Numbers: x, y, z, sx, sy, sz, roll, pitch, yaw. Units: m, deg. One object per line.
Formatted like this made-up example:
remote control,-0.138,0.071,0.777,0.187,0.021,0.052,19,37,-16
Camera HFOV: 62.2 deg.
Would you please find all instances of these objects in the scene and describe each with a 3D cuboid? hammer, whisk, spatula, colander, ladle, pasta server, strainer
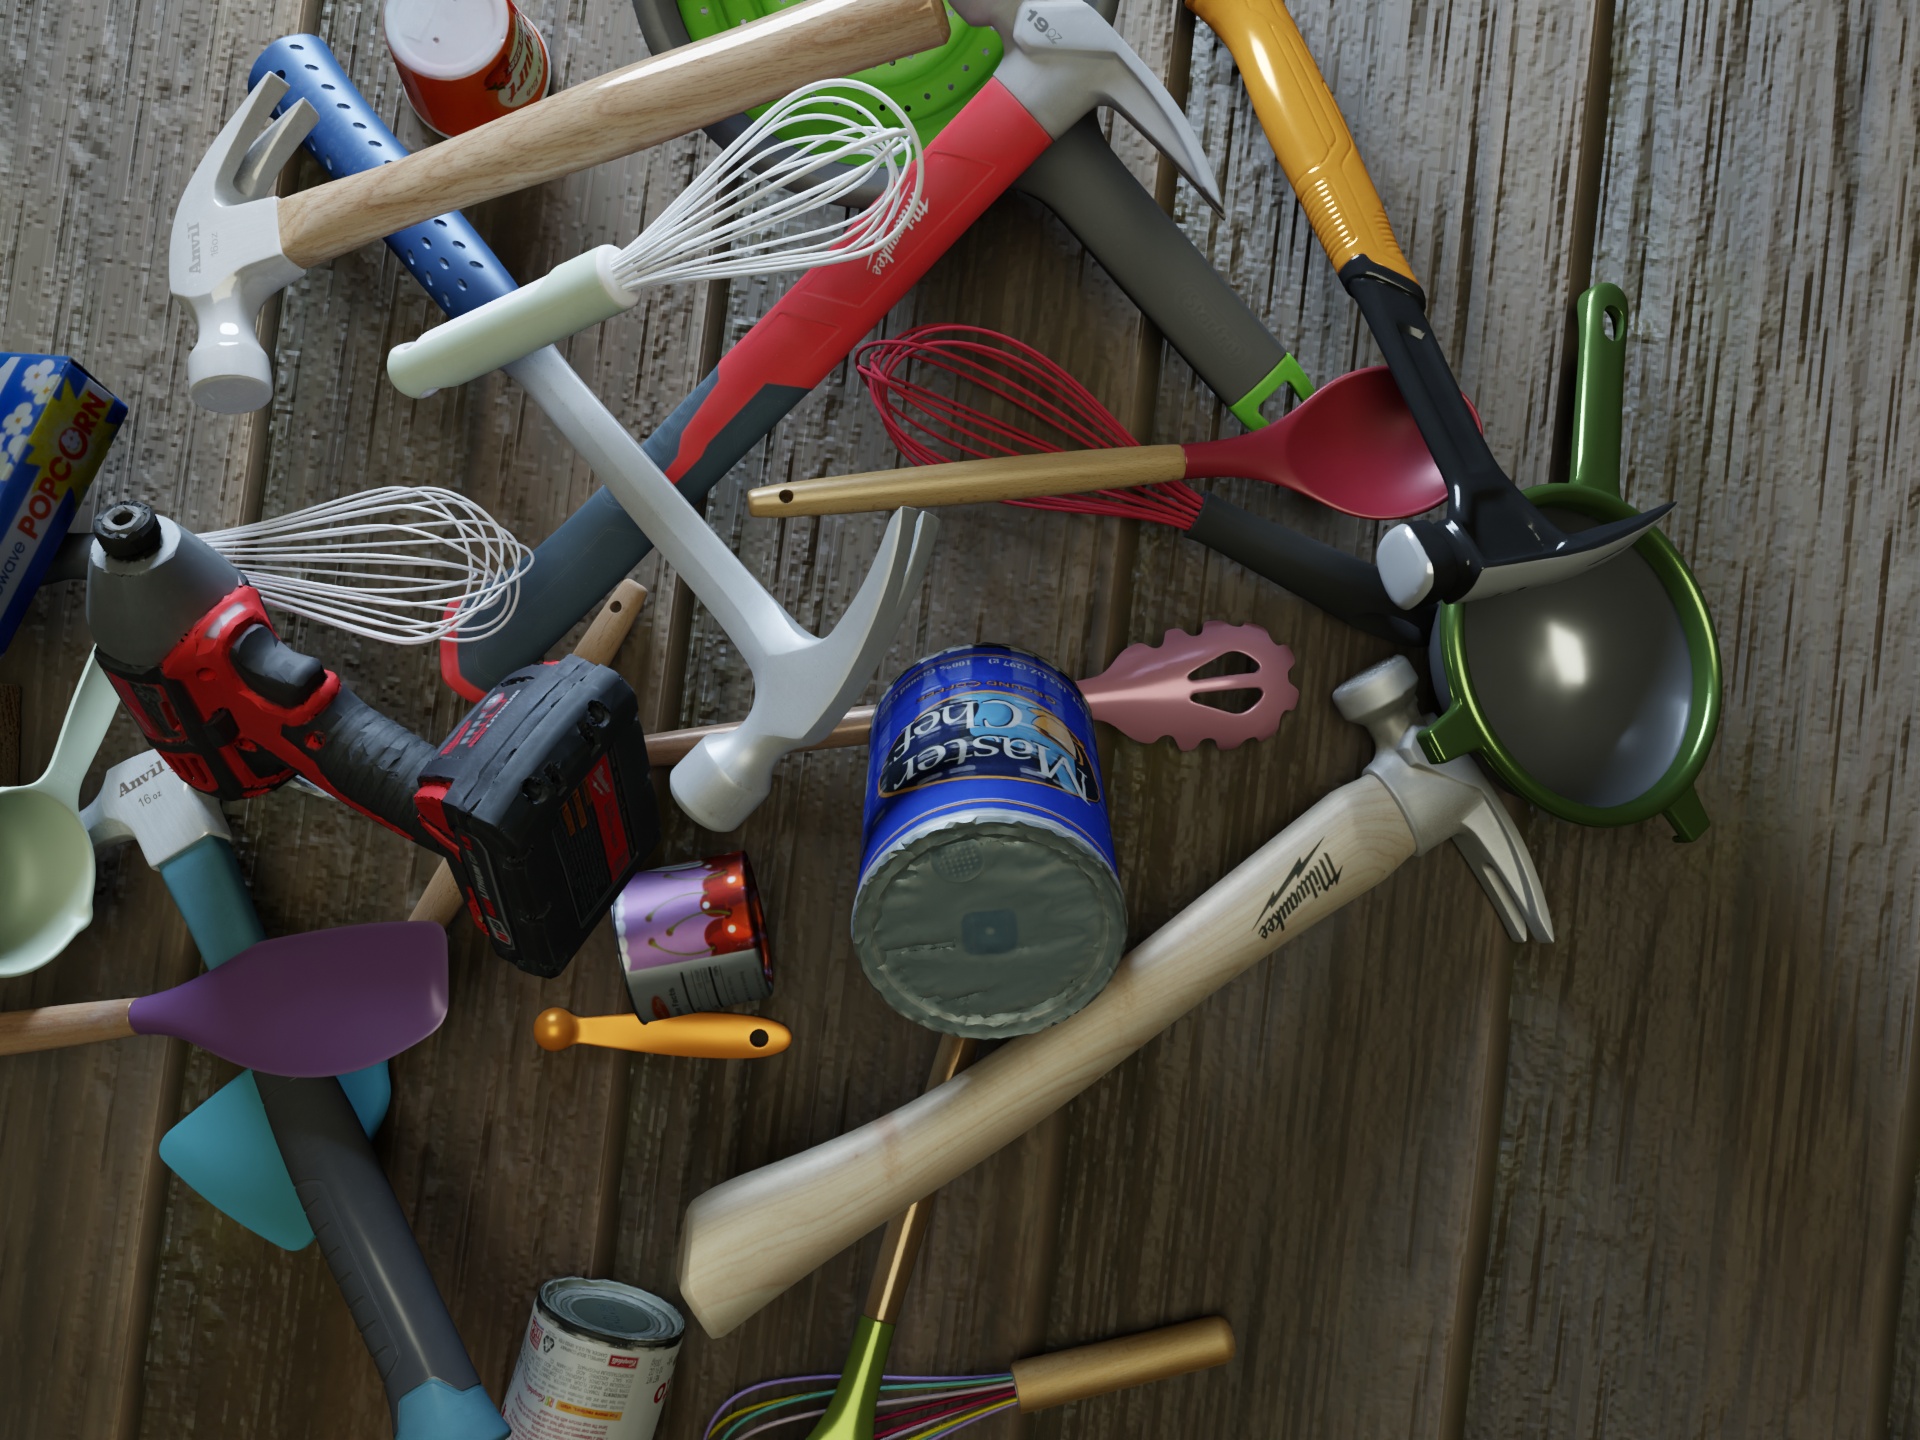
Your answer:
hammer,0.068,0.135,0.677,0.410,0.038,0.146,-32,90,-14
whisk,0.088,-0.101,0.715,0.295,0.073,0.073,25,87,-6
hammer,0.179,-0.206,0.685,0.127,0.034,0.337,-12,70,-20
hammer,-0.164,-0.230,0.628,0.331,0.031,0.130,-16,73,10
spatula,-0.228,0.073,0.701,0.082,0.044,0.317,30,86,13
hammer,-0.071,-0.132,0.663,0.386,0.038,0.143,-43,87,13
colander,0.019,-0.275,0.708,0.204,0.095,0.396,-43,109,10
ladle,0.068,-0.105,0.669,0.315,0.031,0.069,-7,80,-11
hammer,-0.170,-0.150,0.653,0.144,0.035,0.406,-46,72,14
spatula,-0.360,0.127,0.651,0.316,0.018,0.060,-7,73,6
hammer,-0.276,0.152,0.659,0.128,0.033,0.331,-32,74,0
whisk,-0.314,-0.068,0.678,0.284,0.070,0.070,3,88,14
pasta server,-0.001,-0.002,0.724,0.316,0.040,0.060,-7,89,1
whisk,0.004,0.305,0.705,0.245,0.047,0.051,-11,88,-6
strainer,0.266,-0.074,0.720,0.151,0.069,0.256,16,73,-19
ladle,-0.025,0.226,0.670,0.078,0.062,0.320,18,74,-2
whisk,-0.121,-0.169,0.591,0.246,0.058,0.059,-15,112,25

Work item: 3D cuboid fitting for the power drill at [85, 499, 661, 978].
power drill,-0.230,0.000,0.602,0.220,0.143,0.079,22,54,15

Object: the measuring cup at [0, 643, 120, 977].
measuring cup,-0.388,0.025,0.662,0.038,0.083,0.168,-1,61,17

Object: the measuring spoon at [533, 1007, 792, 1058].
measuring spoon,-0.135,0.142,0.718,0.117,0.011,0.021,3,88,-2
